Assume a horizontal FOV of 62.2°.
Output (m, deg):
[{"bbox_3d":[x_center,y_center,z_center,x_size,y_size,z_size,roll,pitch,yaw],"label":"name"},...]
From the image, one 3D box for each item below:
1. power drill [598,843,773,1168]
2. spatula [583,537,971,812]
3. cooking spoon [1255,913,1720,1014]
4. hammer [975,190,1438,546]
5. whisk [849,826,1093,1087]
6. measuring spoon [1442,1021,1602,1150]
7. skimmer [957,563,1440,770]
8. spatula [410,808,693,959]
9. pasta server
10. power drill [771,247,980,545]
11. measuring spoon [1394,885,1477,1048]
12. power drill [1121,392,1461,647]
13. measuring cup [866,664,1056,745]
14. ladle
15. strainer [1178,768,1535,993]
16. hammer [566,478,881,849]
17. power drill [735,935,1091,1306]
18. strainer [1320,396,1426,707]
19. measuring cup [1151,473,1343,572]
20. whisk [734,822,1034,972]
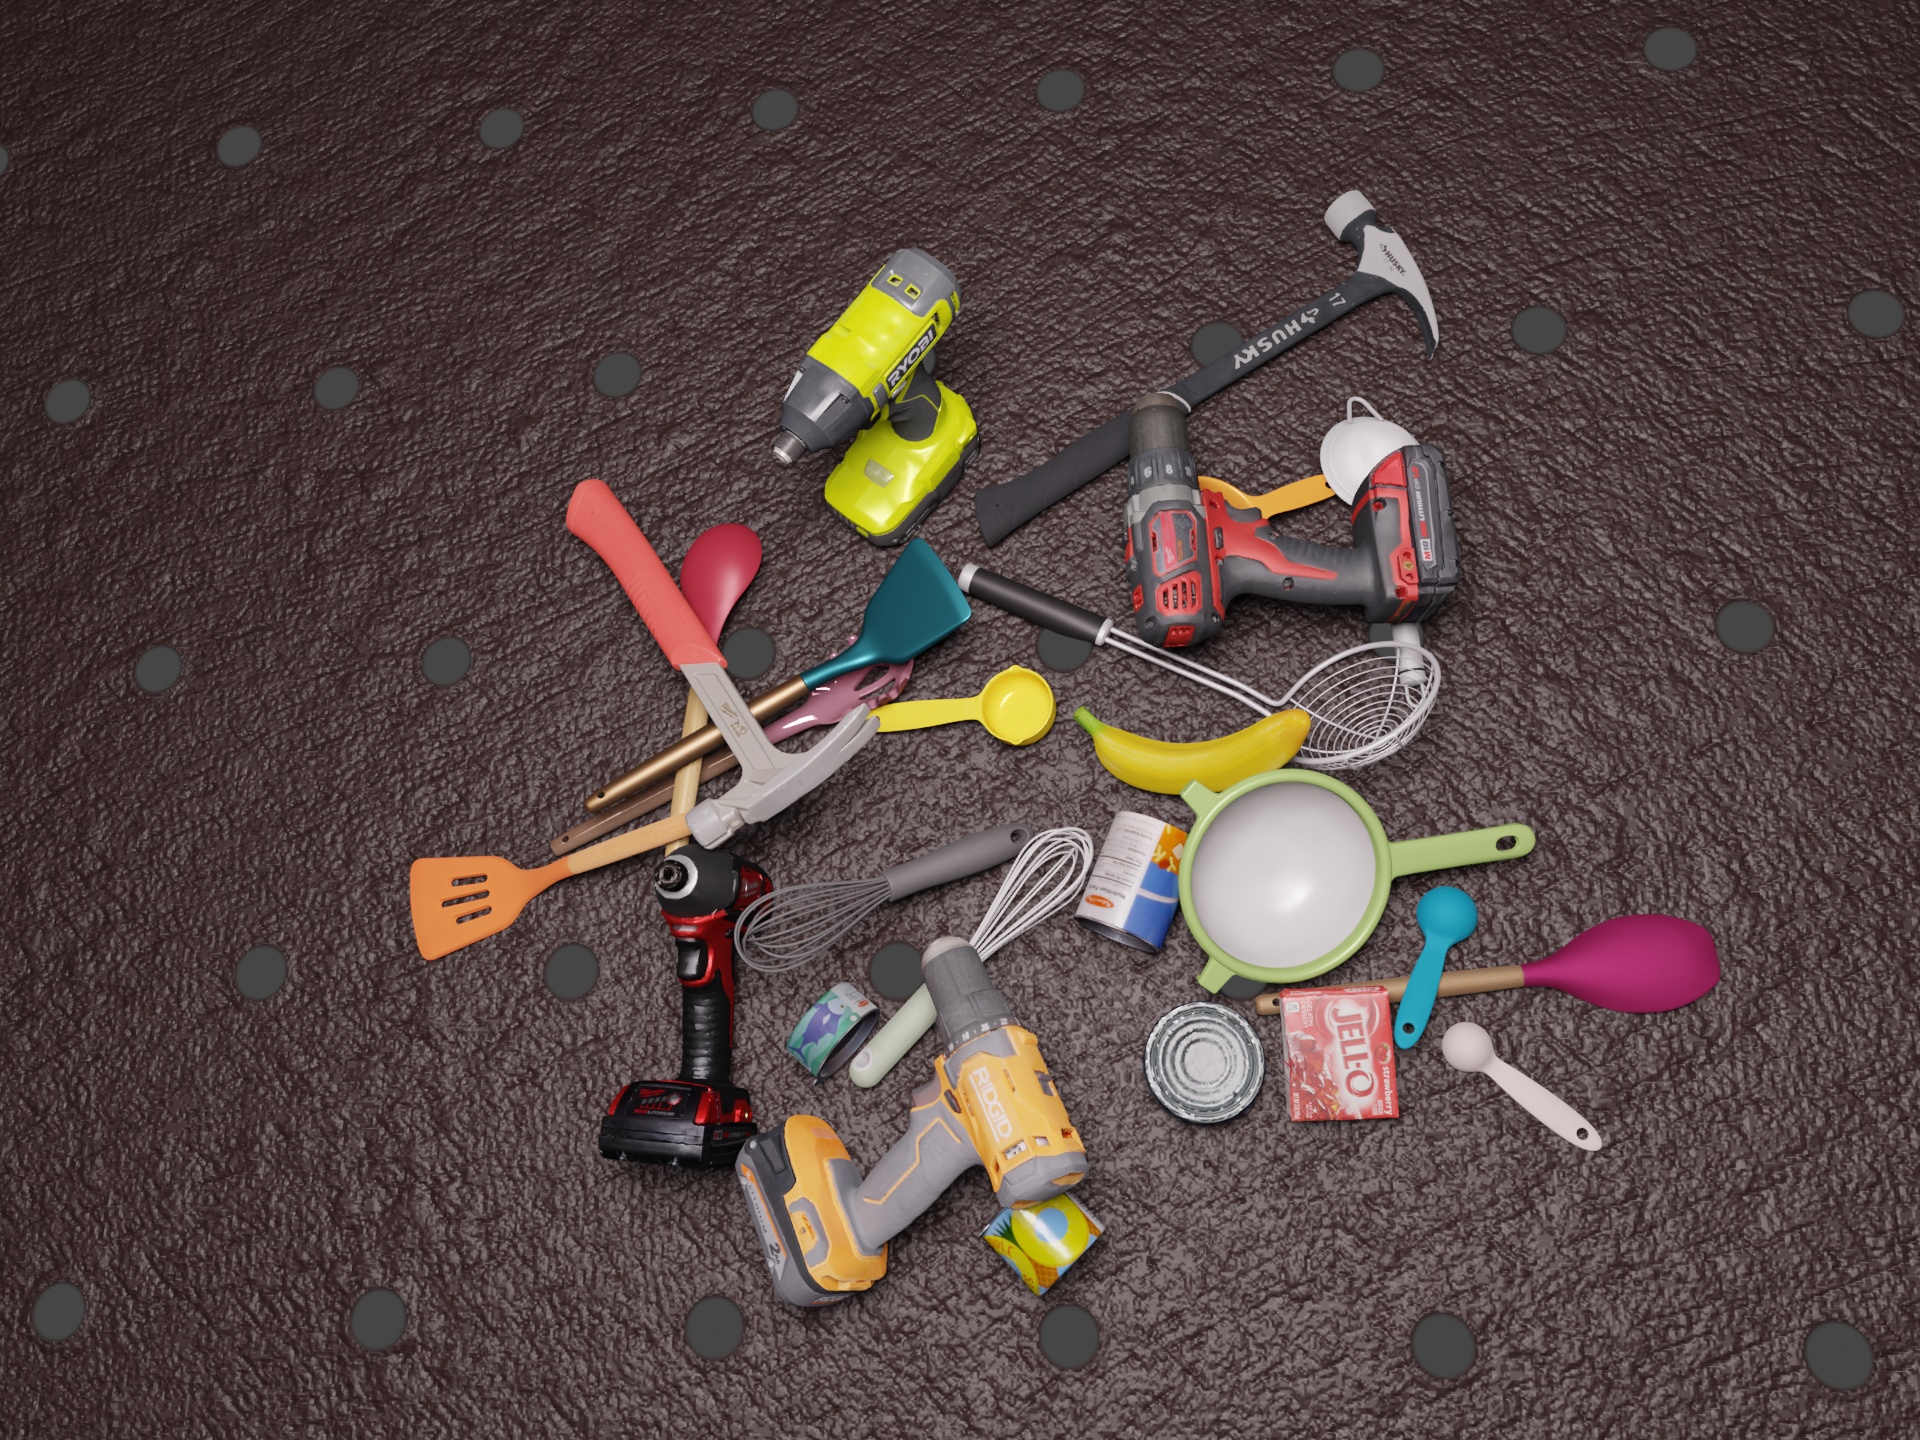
[{"bbox_3d":[-0.187,0.197,1.117,0.078,0.143,0.220,2,77,13],"label":"power drill"},{"bbox_3d":[-0.141,-0.021,1.177,0.317,0.044,0.082,-31,66,-5],"label":"spatula"},{"bbox_3d":[0.367,0.182,1.115,0.319,0.017,0.069,-8,71,5],"label":"cooking spoon"},{"bbox_3d":[0.187,-0.256,1.254,0.409,0.036,0.149,-32,74,-2],"label":"hammer"},{"bbox_3d":[0.008,0.172,1.152,0.246,0.059,0.058,-47,39,-3],"label":"whisk"},{"bbox_3d":[0.388,0.253,1.092,0.124,0.018,0.034,38,82,14],"label":"measuring spoon"},{"bbox_3d":[0.165,-0.062,1.172,0.363,0.090,0.127,24,54,15],"label":"skimmer"},{"bbox_3d":[-0.274,0.100,1.178,0.322,0.041,0.081,-20,72,23],"label":"spatula"},{"bbox_3d":[-0.175,0.023,1.218,0.316,0.040,0.060,-28,63,0],"label":"pasta server"},{"bbox_3d":[-0.061,-0.223,1.175,0.080,0.223,0.171,36,82,15],"label":"power drill"},{"bbox_3d":[0.327,0.168,1.105,0.042,0.021,0.129,17,62,20],"label":"measuring spoon"},{"bbox_3d":[0.227,-0.149,1.137,0.226,0.080,0.188,-3,74,-1],"label":"power drill"},{"bbox_3d":[-0.002,-0.004,1.216,0.156,0.029,0.062,-6,73,18],"label":"measuring cup"},{"bbox_3d":[-0.201,-0.013,1.214,0.069,0.031,0.316,-2,70,20],"label":"ladle"},{"bbox_3d":[0.272,0.096,1.126,0.256,0.069,0.151,-8,99,-6],"label":"strainer"},{"bbox_3d":[-0.203,-0.071,1.191,0.149,0.036,0.359,-36,55,-1],"label":"hammer"},{"bbox_3d":[-0.041,0.270,1.074,0.226,0.084,0.186,-34,61,17],"label":"power drill"},{"bbox_3d":[0.327,-0.135,1.200,0.087,0.050,0.258,-4,77,-9],"label":"strainer"},{"bbox_3d":[0.216,-0.148,1.216,0.173,0.052,0.095,-21,71,-21],"label":"measuring cup"},{"bbox_3d":[-0.050,0.121,1.140,0.239,0.055,0.055,-19,72,-21],"label":"whisk"}]
